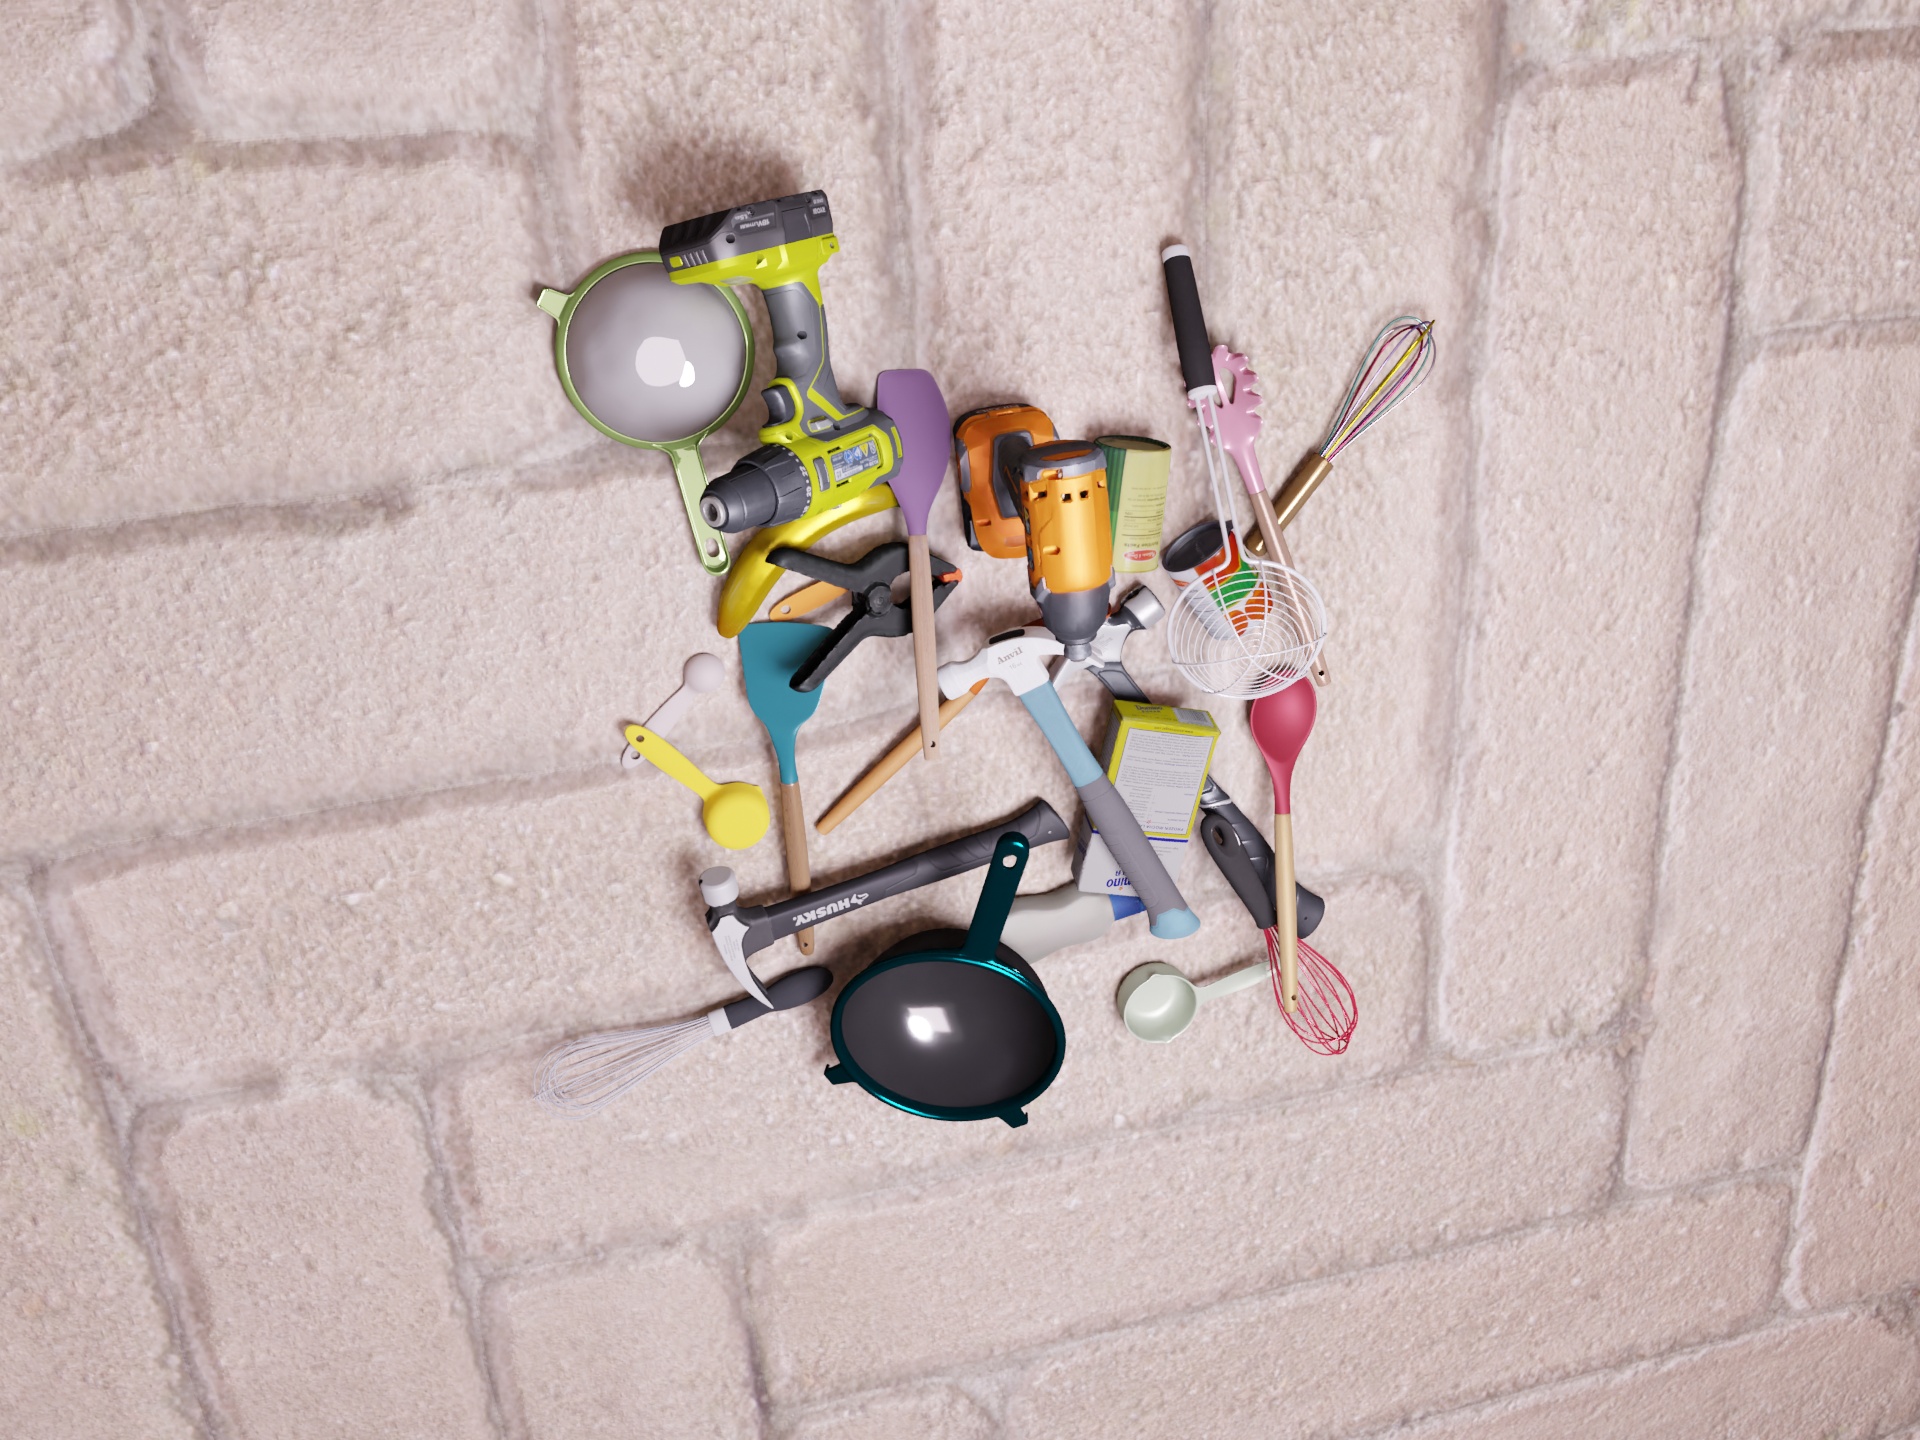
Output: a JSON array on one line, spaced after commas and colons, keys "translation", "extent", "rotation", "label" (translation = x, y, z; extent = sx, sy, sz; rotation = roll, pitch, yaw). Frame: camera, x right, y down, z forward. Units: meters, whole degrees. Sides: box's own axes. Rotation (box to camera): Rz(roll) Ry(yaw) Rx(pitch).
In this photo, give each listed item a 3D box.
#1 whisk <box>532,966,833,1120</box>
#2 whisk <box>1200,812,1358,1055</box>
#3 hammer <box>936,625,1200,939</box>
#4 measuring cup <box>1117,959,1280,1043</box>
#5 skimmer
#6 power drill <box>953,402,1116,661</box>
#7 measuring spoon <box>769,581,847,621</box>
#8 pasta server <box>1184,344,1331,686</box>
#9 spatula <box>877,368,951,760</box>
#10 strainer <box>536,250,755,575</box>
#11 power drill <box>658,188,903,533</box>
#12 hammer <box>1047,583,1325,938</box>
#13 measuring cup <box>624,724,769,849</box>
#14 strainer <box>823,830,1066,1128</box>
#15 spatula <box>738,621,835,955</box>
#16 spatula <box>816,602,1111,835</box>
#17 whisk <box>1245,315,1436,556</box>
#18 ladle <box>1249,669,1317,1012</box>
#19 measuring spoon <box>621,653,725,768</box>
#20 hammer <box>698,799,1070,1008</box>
[{"translation": [-0.247, 0.283, 1.428], "extent": [0.284, 0.070, 0.070], "rotation": [-22, 116, -10], "label": "whisk"}, {"translation": [0.299, 0.203, 1.502], "extent": [0.073, 0.073, 0.295], "rotation": [-33, 111, 0], "label": "whisk"}, {"translation": [0.115, 0.060, 1.361], "extent": [0.128, 0.033, 0.330], "rotation": [-27, 113, 13], "label": "hammer"}, {"translation": [0.231, 0.257, 1.551], "extent": [0.167, 0.038, 0.083], "rotation": [-18, 115, -9], "label": "measuring cup"}, {"translation": [0.207, -0.199, 1.288], "extent": [0.127, 0.090, 0.363], "rotation": [-11, 83, 9], "label": "skimmer"}, {"translation": [0.060, -0.150, 1.230], "extent": [0.084, 0.227, 0.164], "rotation": [-11, 114, -10], "label": "power drill"}, {"translation": [-0.107, -0.113, 1.325], "extent": [0.117, 0.011, 0.021], "rotation": [-26, 123, 1], "label": "measuring spoon"}, {"translation": [0.262, -0.169, 1.357], "extent": [0.060, 0.040, 0.316], "rotation": [-20, 107, 11], "label": "pasta server"}, {"translation": [-0.031, -0.125, 1.288], "extent": [0.059, 0.018, 0.316], "rotation": [-4, 95, -13], "label": "spatula"}, {"translation": [-0.216, -0.225, 1.215], "extent": [0.151, 0.069, 0.256], "rotation": [-16, 113, -8], "label": "strainer"}, {"translation": [-0.139, -0.258, 1.167], "extent": [0.190, 0.080, 0.228], "rotation": [-32, 115, -46], "label": "power drill"}, {"translation": [0.221, 0.066, 1.469], "extent": [0.149, 0.036, 0.408], "rotation": [-38, 116, 4], "label": "hammer"}, {"translation": [-0.224, 0.056, 1.347], "extent": [0.062, 0.029, 0.156], "rotation": [-44, 121, 7], "label": "measuring cup"}, {"translation": [0.007, 0.210, 1.410], "extent": [0.211, 0.095, 0.340], "rotation": [14, 124, -3], "label": "strainer"}, {"translation": [-0.142, 0.068, 1.376], "extent": [0.082, 0.044, 0.317], "rotation": [2, 119, 6], "label": "spatula"}, {"translation": [-0.002, -0.004, 1.375], "extent": [0.322, 0.081, 0.041], "rotation": [-43, 102, 11], "label": "spatula"}, {"translation": [0.325, -0.243, 1.364], "extent": [0.051, 0.047, 0.245], "rotation": [30, 105, -25], "label": "whisk"}, {"translation": [0.298, 0.111, 1.460], "extent": [0.069, 0.031, 0.315], "rotation": [-3, 92, -18], "label": "ladle"}, {"translation": [-0.242, -0.004, 1.329], "extent": [0.034, 0.018, 0.124], "rotation": [38, 100, -25], "label": "measuring spoon"}, {"translation": [-0.058, 0.145, 1.411], "extent": [0.334, 0.035, 0.146], "rotation": [-18, 124, -14], "label": "hammer"}]
